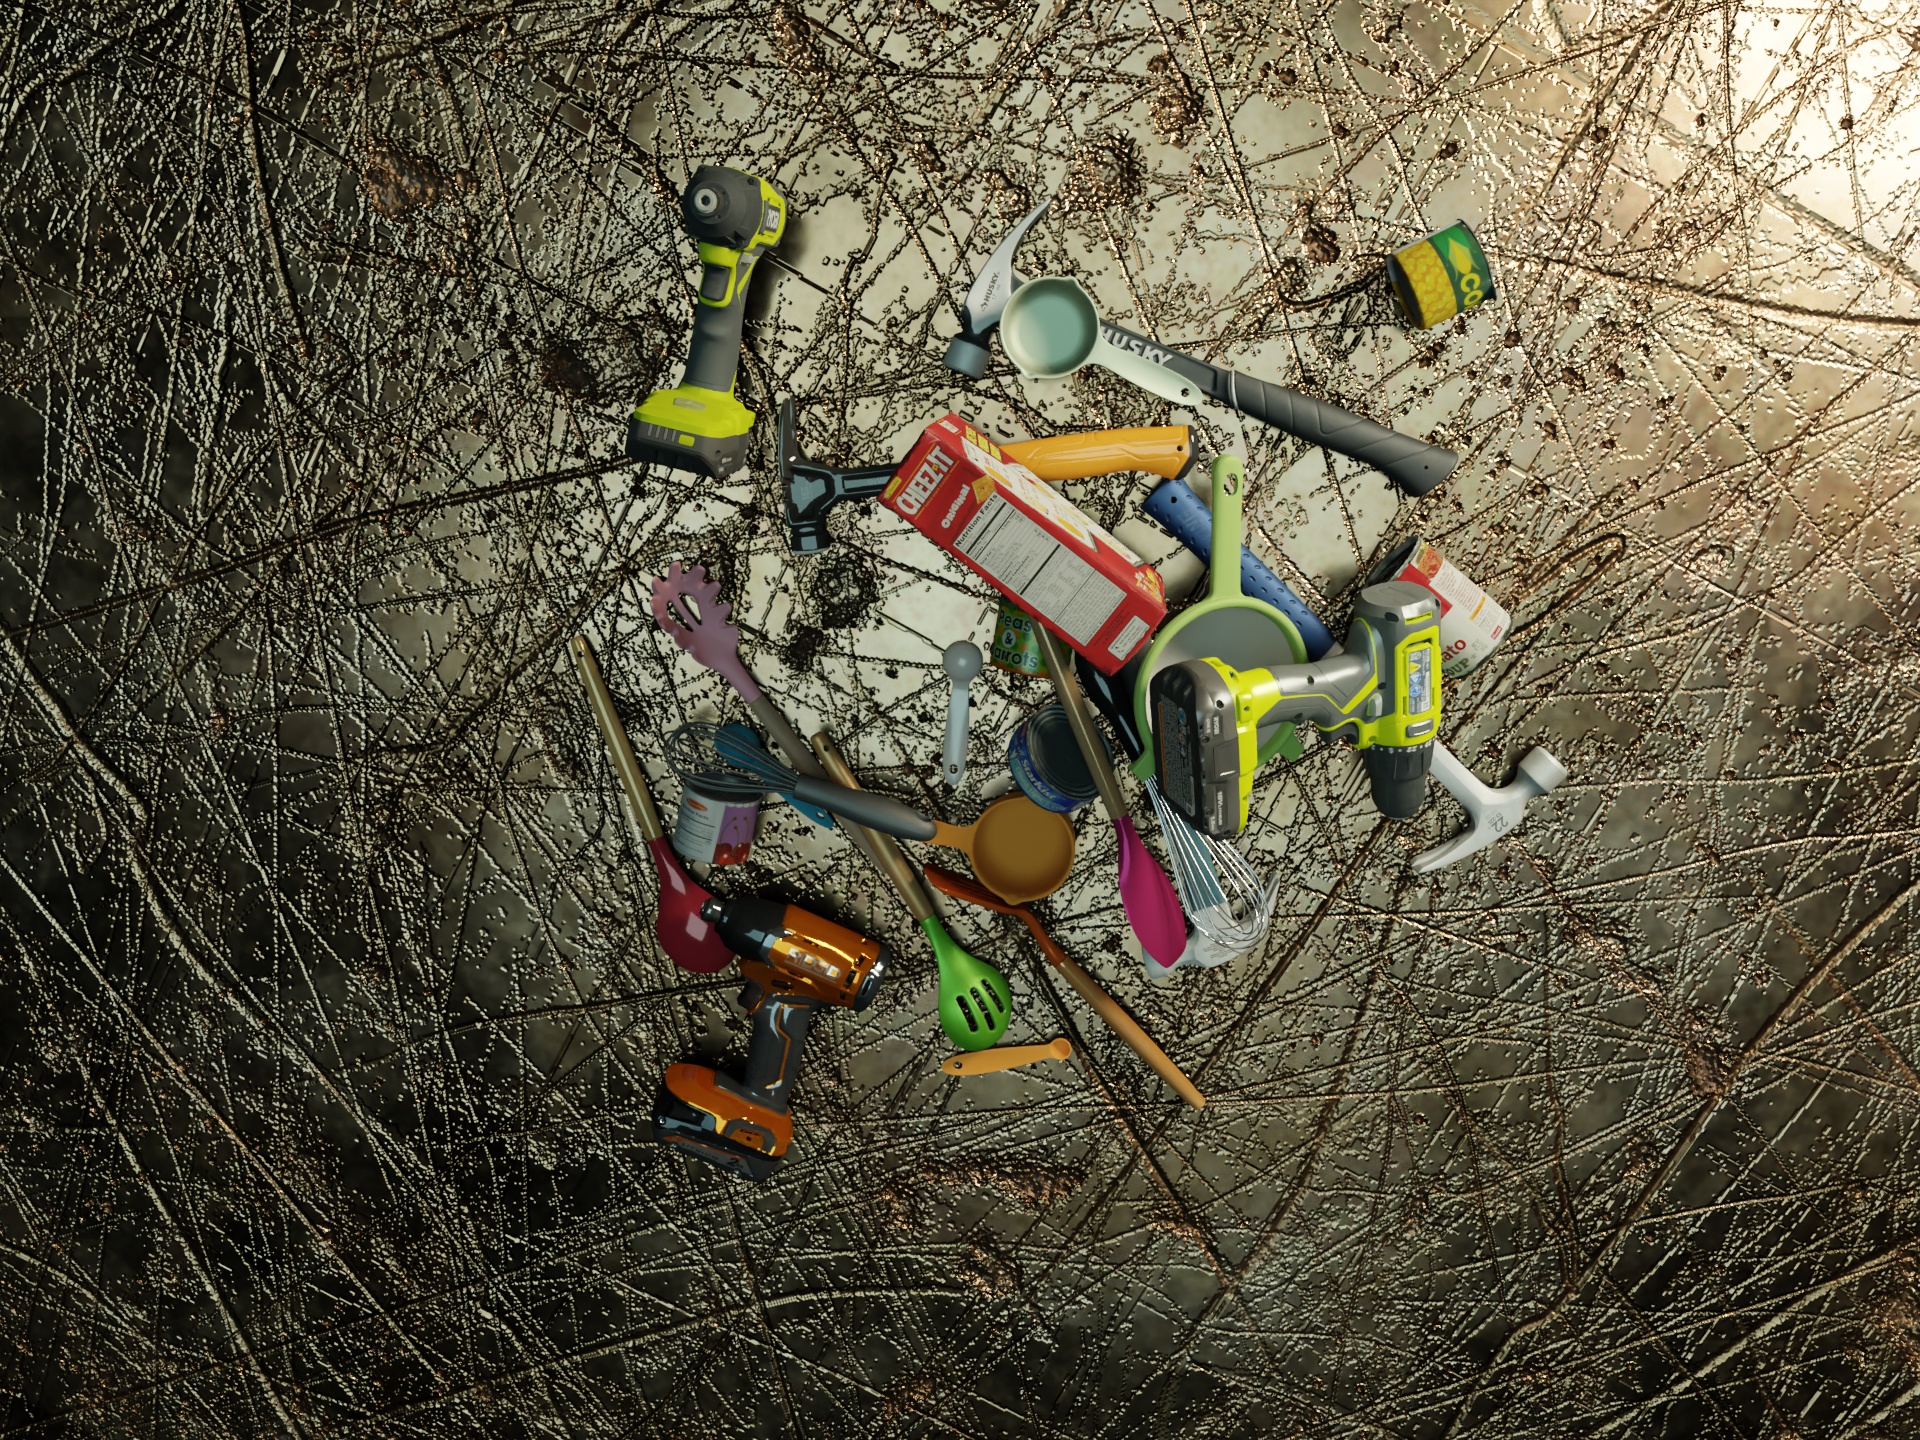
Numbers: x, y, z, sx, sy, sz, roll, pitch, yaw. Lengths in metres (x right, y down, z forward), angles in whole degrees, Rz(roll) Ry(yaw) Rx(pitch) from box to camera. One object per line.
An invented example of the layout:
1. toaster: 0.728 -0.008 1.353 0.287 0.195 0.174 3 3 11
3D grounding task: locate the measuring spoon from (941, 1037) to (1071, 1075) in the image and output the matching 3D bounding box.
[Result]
1. measuring spoon: 0.040 0.294 1.392 0.117 0.011 0.021 -11 101 9

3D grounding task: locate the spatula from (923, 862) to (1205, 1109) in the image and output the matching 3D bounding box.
1. spatula: 0.094 0.227 1.355 0.041 0.081 0.322 -43 101 1

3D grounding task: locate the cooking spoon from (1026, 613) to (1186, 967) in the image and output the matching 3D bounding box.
1. cooking spoon: 0.118 0.053 1.273 0.017 0.069 0.318 -13 106 42

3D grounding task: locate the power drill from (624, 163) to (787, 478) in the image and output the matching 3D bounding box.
1. power drill: -0.191 -0.305 1.211 0.080 0.171 0.223 13 105 1

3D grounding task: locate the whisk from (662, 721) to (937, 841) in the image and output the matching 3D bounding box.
1. whisk: -0.132 0.054 1.302 0.239 0.055 0.055 19 101 2

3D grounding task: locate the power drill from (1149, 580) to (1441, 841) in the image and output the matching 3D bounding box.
1. power drill: 0.267 0.010 1.216 0.228 0.080 0.190 -16 116 -17

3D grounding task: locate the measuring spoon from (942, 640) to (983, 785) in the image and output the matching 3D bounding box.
1. measuring spoon: -0.002 -0.004 1.331 0.034 0.018 0.124 5 102 2

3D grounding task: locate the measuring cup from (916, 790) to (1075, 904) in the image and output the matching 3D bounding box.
1. measuring cup: 0.012 0.095 1.335 0.173 0.052 0.095 11 100 7

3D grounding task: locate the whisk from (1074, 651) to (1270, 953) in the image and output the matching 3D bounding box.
1. whisk: 0.166 0.063 1.283 0.070 0.070 0.284 -30 92 9

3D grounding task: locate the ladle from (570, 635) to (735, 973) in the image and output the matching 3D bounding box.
1. ladle: -0.269 0.076 1.361 0.069 0.031 0.315 -20 97 3

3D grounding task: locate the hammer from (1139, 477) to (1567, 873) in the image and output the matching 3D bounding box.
1. hammer: 0.301 -0.045 1.296 0.405 0.035 0.144 43 100 -5

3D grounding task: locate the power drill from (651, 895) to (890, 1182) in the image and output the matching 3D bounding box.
1. power drill: -0.180 0.261 1.356 0.164 0.084 0.226 26 98 -10

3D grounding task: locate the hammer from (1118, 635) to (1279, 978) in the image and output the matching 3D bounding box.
1. hammer: 0.173 0.048 1.323 0.128 0.033 0.331 -16 99 7

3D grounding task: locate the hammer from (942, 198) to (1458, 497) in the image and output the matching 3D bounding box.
1. hammer: 0.200 -0.275 1.260 0.409 0.036 0.149 22 100 -1

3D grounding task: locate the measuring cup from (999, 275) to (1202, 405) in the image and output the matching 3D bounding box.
1. measuring cup: 0.109 -0.282 1.227 0.167 0.038 0.083 25 99 -4

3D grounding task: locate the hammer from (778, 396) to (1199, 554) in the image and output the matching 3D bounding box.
1. hammer: 0.020 -0.210 1.268 0.337 0.034 0.127 -4 102 10

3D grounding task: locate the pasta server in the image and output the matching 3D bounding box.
1. pasta server: -0.153 0.003 1.333 0.060 0.040 0.316 -40 99 -18

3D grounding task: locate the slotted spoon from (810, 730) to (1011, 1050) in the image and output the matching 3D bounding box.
1. slotted spoon: -0.044 0.146 1.347 0.070 0.031 0.313 -33 99 -21

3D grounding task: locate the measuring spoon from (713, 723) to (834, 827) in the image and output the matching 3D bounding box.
1. measuring spoon: -0.154 0.045 1.353 0.128 0.021 0.042 41 136 -13

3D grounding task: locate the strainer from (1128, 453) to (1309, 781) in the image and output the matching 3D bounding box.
1. strainer: 0.193 -0.081 1.240 0.151 0.069 0.256 -7 107 -18
